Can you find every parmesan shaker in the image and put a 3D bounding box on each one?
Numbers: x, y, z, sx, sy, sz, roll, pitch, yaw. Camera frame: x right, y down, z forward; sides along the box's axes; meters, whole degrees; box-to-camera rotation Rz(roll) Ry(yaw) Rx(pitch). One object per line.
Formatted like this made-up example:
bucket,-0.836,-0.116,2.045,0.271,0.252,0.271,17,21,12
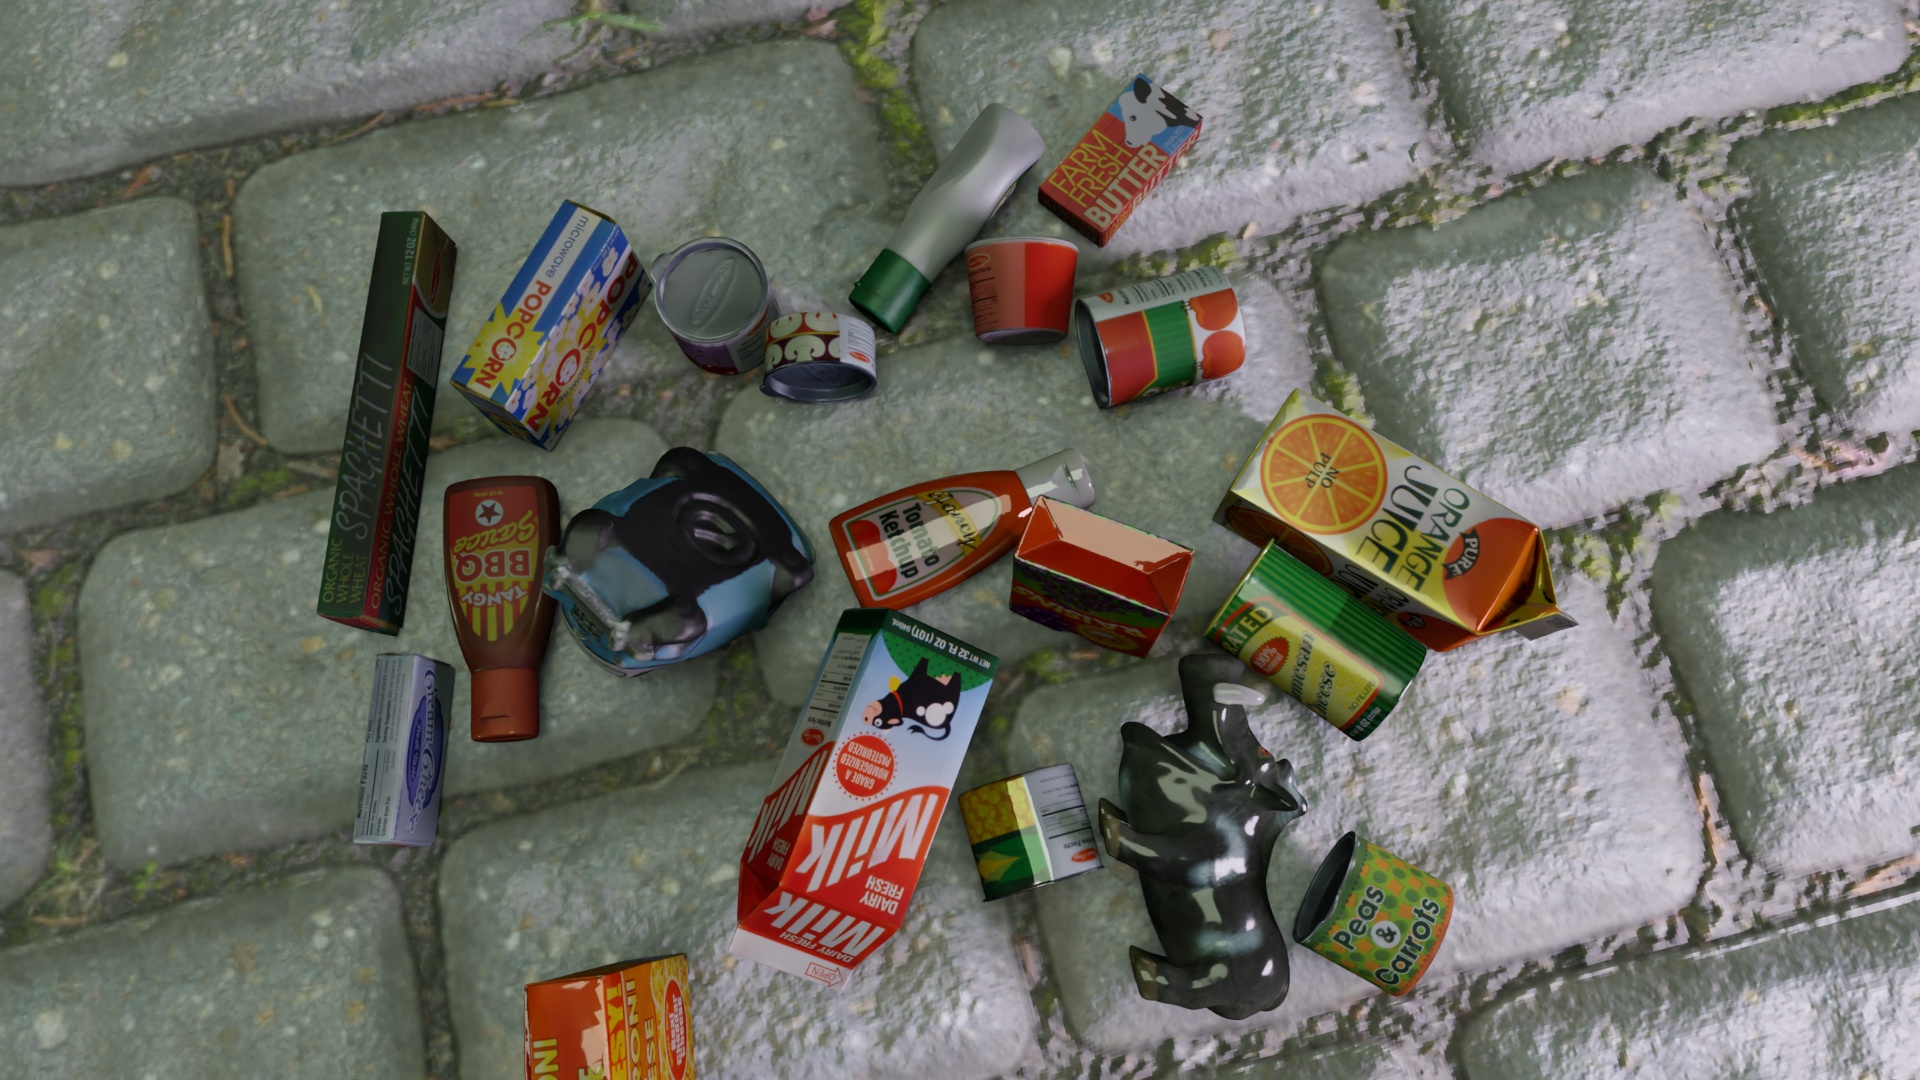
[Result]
parmesan shaker,0.195,0.054,0.764,0.103,0.071,0.071,35,80,9

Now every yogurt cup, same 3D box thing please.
yogurt cup,0.036,-0.147,0.822,0.072,0.072,0.054,0,88,1

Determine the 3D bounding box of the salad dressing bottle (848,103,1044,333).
salad dressing bottle,-0.010,-0.193,0.839,0.044,0.064,0.147,38,87,-20

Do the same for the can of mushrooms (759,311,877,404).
can of mushrooms,-0.085,-0.106,0.814,0.071,0.071,0.033,-2,76,1

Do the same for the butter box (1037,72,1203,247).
butter box,0.099,-0.236,0.864,0.053,0.024,0.103,38,79,10

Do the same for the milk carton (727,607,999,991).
milk carton,-0.056,0.136,0.737,0.072,0.073,0.191,27,76,-21

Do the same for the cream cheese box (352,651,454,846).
cream cheese box,-0.307,0.116,0.769,0.024,0.053,0.104,0,76,3

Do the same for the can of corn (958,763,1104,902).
can of corn,0.035,0.157,0.746,0.071,0.071,0.058,-16,76,-2

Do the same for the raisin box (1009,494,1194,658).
raisin box,0.073,0.023,0.748,0.086,0.123,0.040,20,76,6

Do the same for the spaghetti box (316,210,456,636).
spaghetti box,-0.336,-0.071,0.818,0.029,0.050,0.250,2,76,4

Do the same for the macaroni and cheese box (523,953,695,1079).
macaroni and cheese box,-0.164,0.269,0.669,0.040,0.166,0.124,-8,76,0

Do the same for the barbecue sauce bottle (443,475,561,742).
barbecue sauce bottle,-0.261,0.039,0.792,0.065,0.043,0.149,-5,76,-1

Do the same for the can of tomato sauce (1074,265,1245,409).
can of tomato sauce,0.116,-0.117,0.812,0.083,0.071,0.071,-15,76,-4

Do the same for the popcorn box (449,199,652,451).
popcorn box,-0.235,-0.124,0.811,0.038,0.085,0.127,27,78,7

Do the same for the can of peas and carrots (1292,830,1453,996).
can of peas and carrots,0.217,0.196,0.728,0.059,0.071,0.071,28,79,7

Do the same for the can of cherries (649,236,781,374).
can of cherries,-0.145,-0.140,0.827,0.071,0.058,0.071,0,77,2

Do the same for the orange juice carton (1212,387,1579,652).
orange juice carton,0.246,0.001,0.776,0.193,0.071,0.073,32,80,9

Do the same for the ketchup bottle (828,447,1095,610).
ketchup bottle,0.003,-0.010,0.799,0.149,0.043,0.065,-22,81,-5
